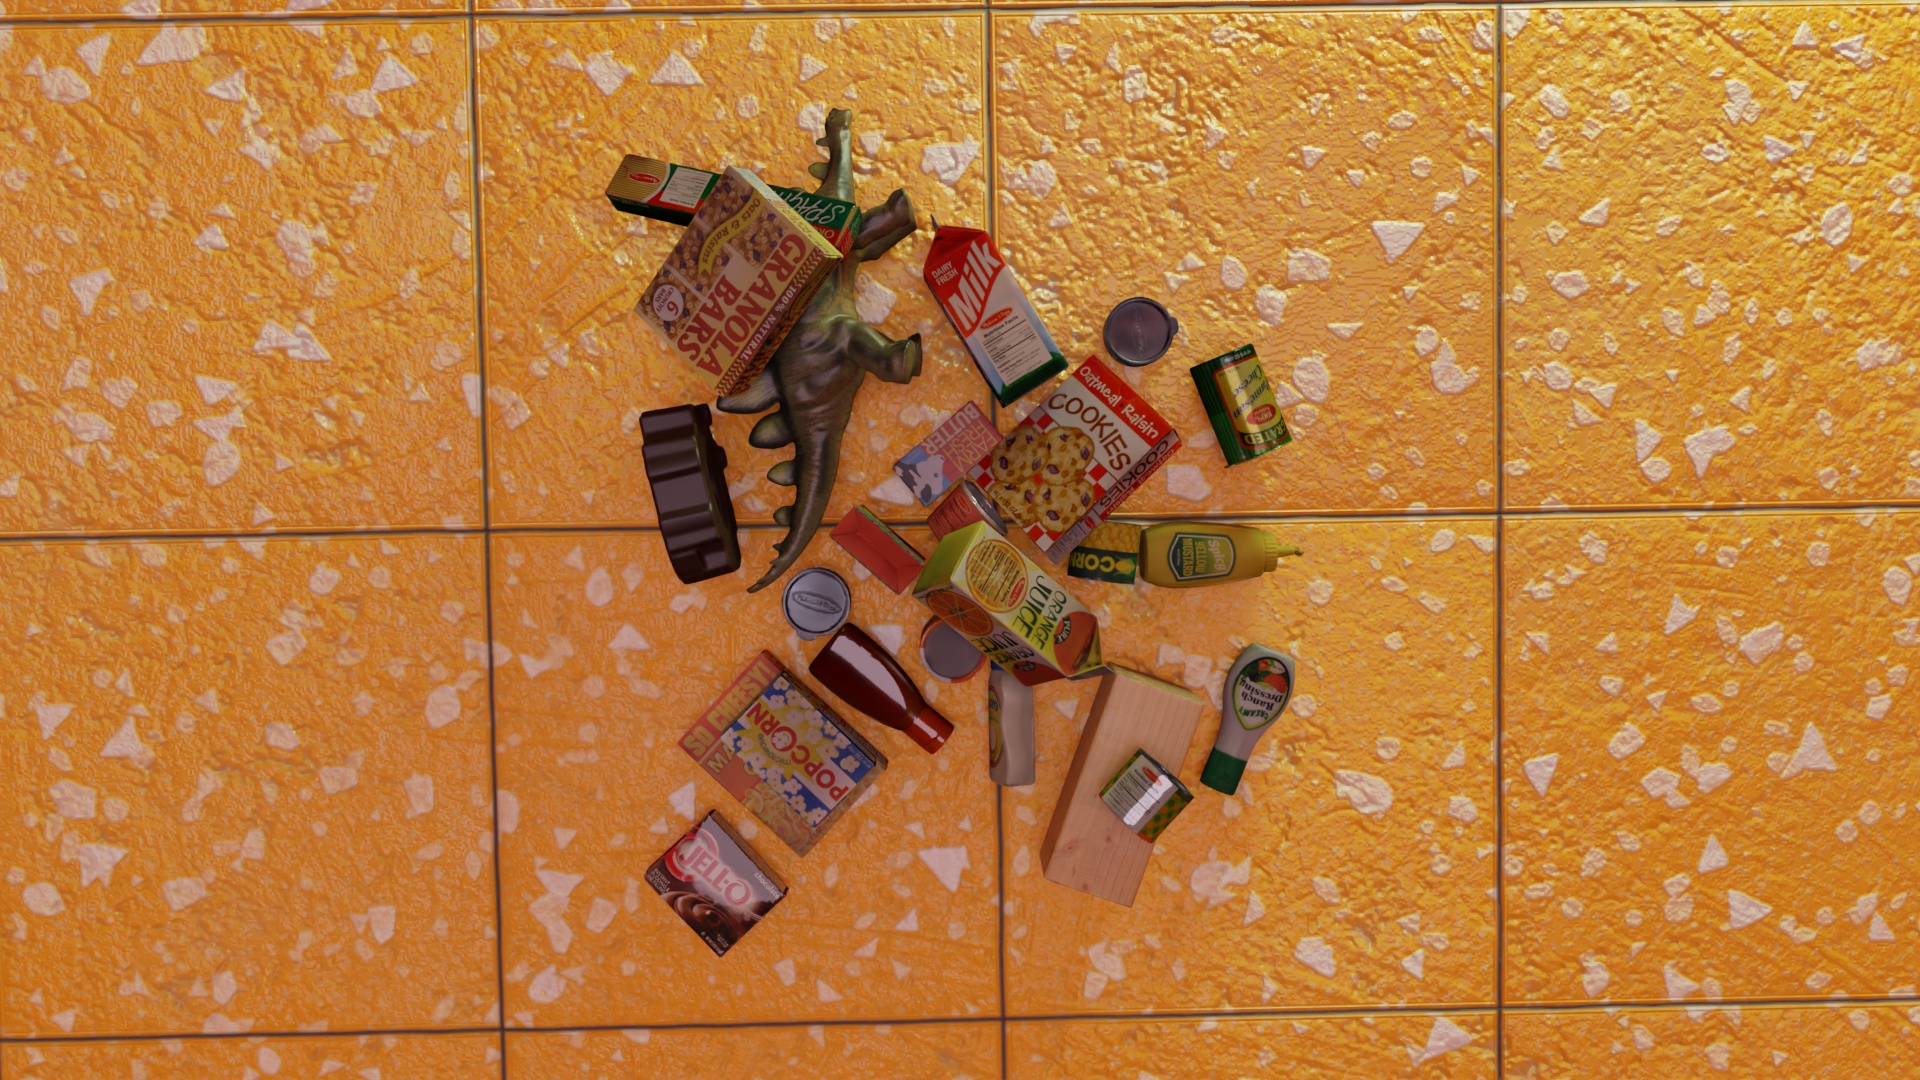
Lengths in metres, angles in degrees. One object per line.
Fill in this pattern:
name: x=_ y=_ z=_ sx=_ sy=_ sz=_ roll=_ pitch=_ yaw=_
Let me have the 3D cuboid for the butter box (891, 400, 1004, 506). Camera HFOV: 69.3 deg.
butter box: x=-0.012 y=-0.085 z=1.357 sx=0.103 sy=0.024 sz=0.053 roll=-41 pitch=93 yaw=1

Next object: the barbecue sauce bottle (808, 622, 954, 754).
barbecue sauce bottle: x=-0.073 y=0.149 z=1.355 sx=0.148 sy=0.044 sz=0.064 roll=40 pitch=107 yaw=-3

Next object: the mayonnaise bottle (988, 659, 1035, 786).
mayonnaise bottle: x=0.048 y=0.161 z=1.350 sx=0.041 sy=0.064 sz=0.148 roll=-2 pitch=89 yaw=-16

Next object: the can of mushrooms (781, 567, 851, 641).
can of mushrooms: x=-0.141 y=0.062 z=1.357 sx=0.071 sy=0.033 sz=0.071 roll=0 pitch=92 yaw=-1

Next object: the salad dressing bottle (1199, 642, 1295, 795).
salad dressing bottle: x=0.279 y=0.176 z=1.361 sx=0.064 sy=0.044 sz=0.147 roll=22 pitch=92 yaw=0

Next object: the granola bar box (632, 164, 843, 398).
granola bar box: x=-0.200 y=-0.230 z=1.241 sx=0.124 sy=0.039 sz=0.165 roll=44 pitch=112 yaw=10

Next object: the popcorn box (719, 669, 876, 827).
popcorn box: x=-0.153 y=0.197 z=1.318 sx=0.126 sy=0.038 sz=0.085 roll=44 pitch=92 yaw=-3

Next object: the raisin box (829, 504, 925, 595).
raisin box: x=-0.076 y=0.008 z=1.310 sx=0.086 sy=0.123 sz=0.040 roll=40 pitch=92 yaw=-2

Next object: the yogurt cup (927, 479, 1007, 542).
yogurt cup: x=0.005 y=-0.017 z=1.341 sx=0.054 sy=0.072 sz=0.072 roll=-39 pitch=93 yaw=9

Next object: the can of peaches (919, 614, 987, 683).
can of peaches: x=-0.005 y=0.100 z=1.348 sx=0.071 sy=0.058 sz=0.071 roll=0 pitch=93 yaw=0

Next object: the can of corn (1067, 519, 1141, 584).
can of corn: x=0.138 y=0.009 z=1.339 sx=0.071 sy=0.071 sz=0.058 roll=7 pitch=92 yaw=-1

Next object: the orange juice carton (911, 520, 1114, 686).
orange juice carton: x=0.056 y=0.073 z=1.296 sx=0.192 sy=0.071 sz=0.073 roll=40 pitch=60 yaw=-18

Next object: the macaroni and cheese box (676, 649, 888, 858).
macaroni and cheese box: x=-0.173 y=0.208 z=1.359 sx=0.166 sy=0.040 sz=0.123 roll=43 pitch=91 yaw=-3

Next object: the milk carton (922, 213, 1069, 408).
milk carton: x=0.022 y=-0.226 z=1.328 sx=0.073 sy=0.072 sz=0.190 roll=-32 pitch=94 yaw=1

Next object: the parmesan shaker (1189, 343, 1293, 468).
parmesan shaker: x=0.267 y=-0.130 z=1.336 sx=0.071 sy=0.071 sz=0.103 roll=-23 pitch=93 yaw=1

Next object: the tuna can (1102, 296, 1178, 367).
tuna can: x=0.174 y=-0.203 z=1.350 sx=0.071 sy=0.033 sz=0.071 roll=0 pitch=93 yaw=-1

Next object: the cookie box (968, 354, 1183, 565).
cookie box: x=0.108 y=-0.078 z=1.321 sx=0.167 sy=0.040 sz=0.123 roll=-43 pitch=59 yaw=1

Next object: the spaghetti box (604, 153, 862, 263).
spaghetti box: x=-0.209 y=-0.307 z=1.280 sx=0.250 sy=0.028 sz=0.050 roll=17 pitch=70 yaw=18

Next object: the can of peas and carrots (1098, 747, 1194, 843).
can of peas and carrots: x=0.169 y=0.232 z=1.262 sx=0.071 sy=0.071 sz=0.058 roll=42 pitch=92 yaw=-2

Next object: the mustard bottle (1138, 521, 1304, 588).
mustard bottle: x=0.256 y=0.012 z=1.351 sx=0.160 sy=0.049 sz=0.065 roll=-3 pitch=96 yaw=0
